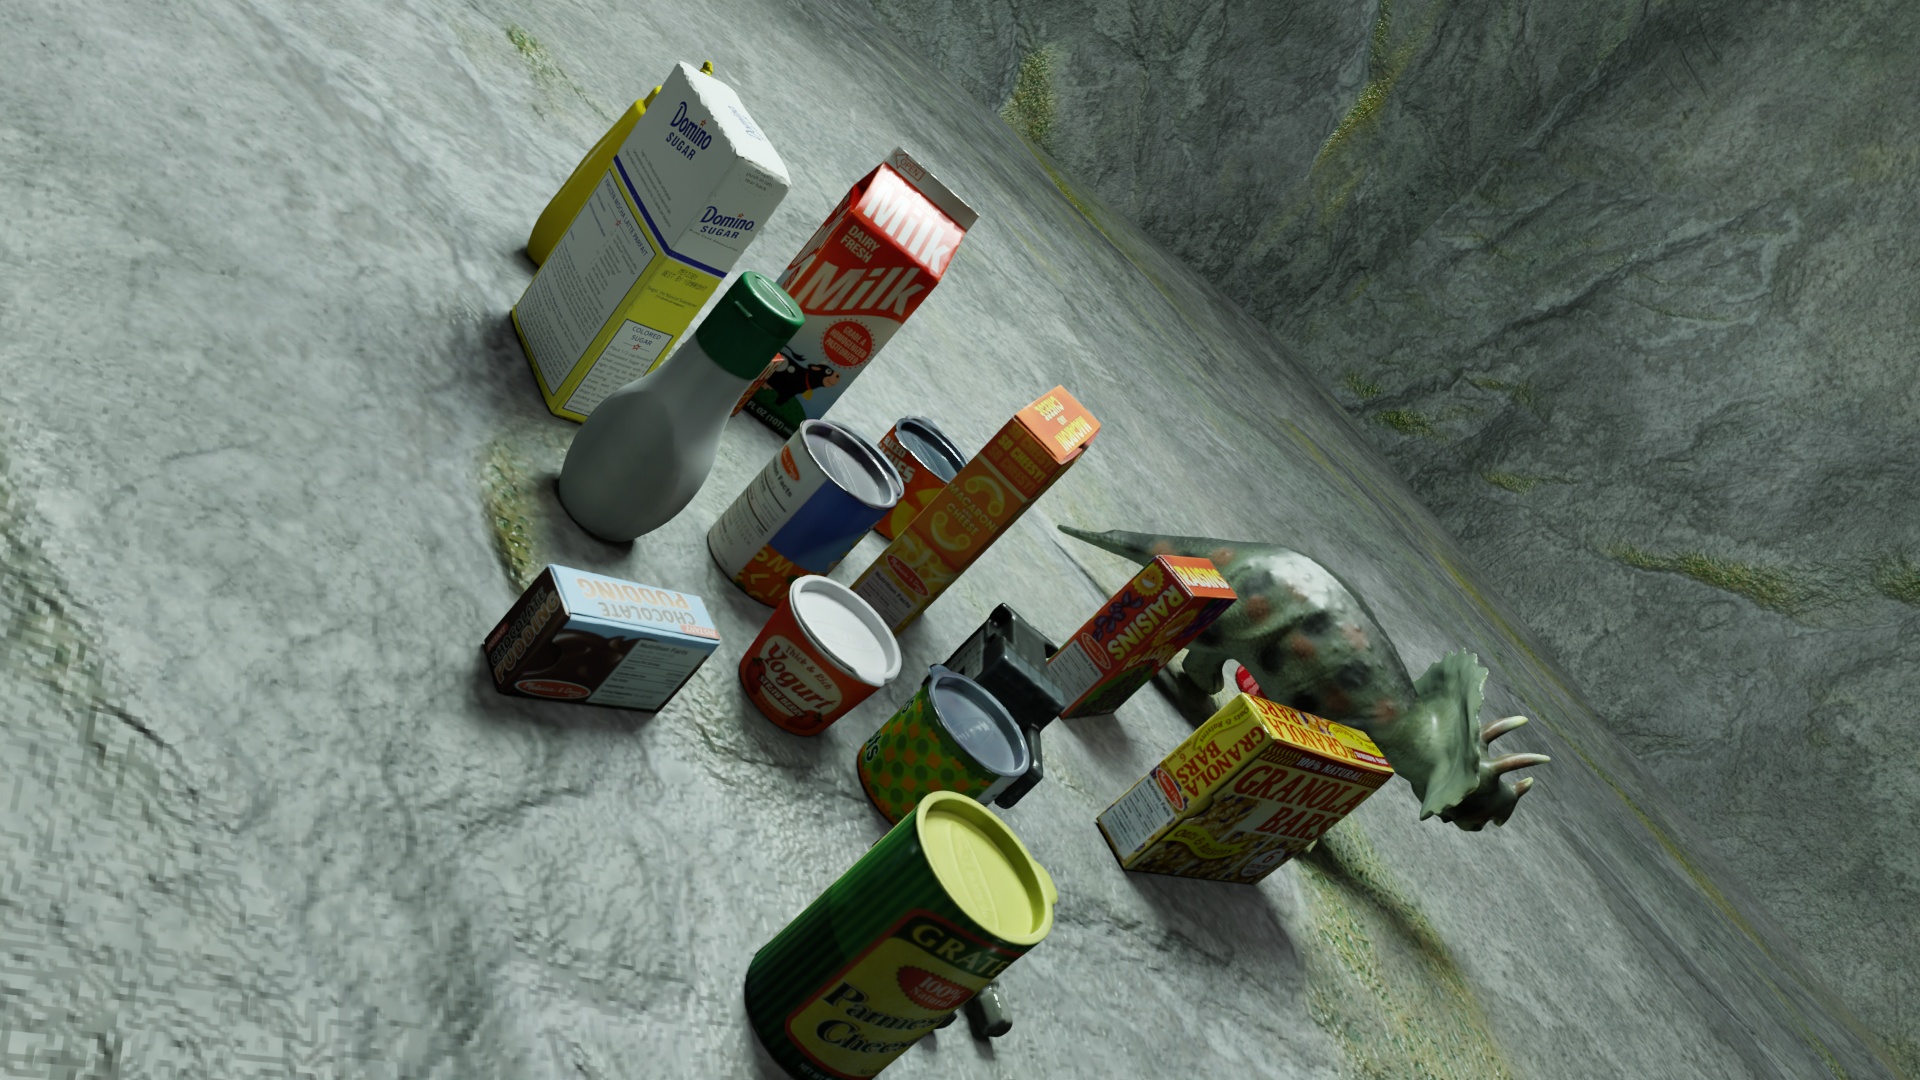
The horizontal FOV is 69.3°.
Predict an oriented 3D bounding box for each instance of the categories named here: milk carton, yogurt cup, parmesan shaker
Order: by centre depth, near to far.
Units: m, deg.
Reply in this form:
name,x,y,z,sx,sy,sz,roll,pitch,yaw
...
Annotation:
name,x,y,z,sx,sy,sz,roll,pitch,yaw
parmesan shaker,-0.022,0.153,0.524,0.071,0.102,0.071,38,21,-17
yogurt cup,-0.071,0.059,0.683,0.072,0.053,0.073,38,21,-17
milk carton,-0.075,-0.162,0.904,0.072,0.190,0.074,37,21,-20

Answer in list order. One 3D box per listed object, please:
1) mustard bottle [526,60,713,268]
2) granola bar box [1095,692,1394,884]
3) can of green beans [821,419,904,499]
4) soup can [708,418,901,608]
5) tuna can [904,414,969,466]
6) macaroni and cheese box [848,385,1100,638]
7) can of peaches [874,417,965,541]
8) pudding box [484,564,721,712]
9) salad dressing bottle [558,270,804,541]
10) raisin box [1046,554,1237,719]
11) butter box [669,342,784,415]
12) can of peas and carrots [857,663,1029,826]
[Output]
name,x,y,z,sx,sy,sz,roll,pitch,yaw
mustard bottle,-0.196,-0.222,0.837,0.049,0.159,0.065,43,20,-4
granola bar box,0.180,0.159,0.860,0.165,0.124,0.039,21,31,-47
can of green beans,-0.077,-0.029,0.835,0.071,0.057,0.071,38,21,-17
soup can,-0.084,-0.013,0.754,0.071,0.083,0.072,38,21,-17
tuna can,-0.027,-0.060,1.023,0.071,0.032,0.071,38,21,-17
macaroni and cheese box,0.003,-0.010,0.793,0.040,0.166,0.124,45,20,1
can of peaches,-0.037,-0.040,0.929,0.071,0.058,0.071,38,21,-17
pudding box,-0.147,0.042,0.579,0.084,0.049,0.030,17,33,-51
salad dressing bottle,-0.134,-0.064,0.668,0.064,0.147,0.044,48,20,10
raisin box,0.116,0.064,0.924,0.040,0.123,0.086,53,22,23
butter box,-0.149,-0.096,0.835,0.024,0.053,0.104,46,21,5
can of peas and carrots,-0.011,0.107,0.697,0.071,0.058,0.071,38,21,-17
